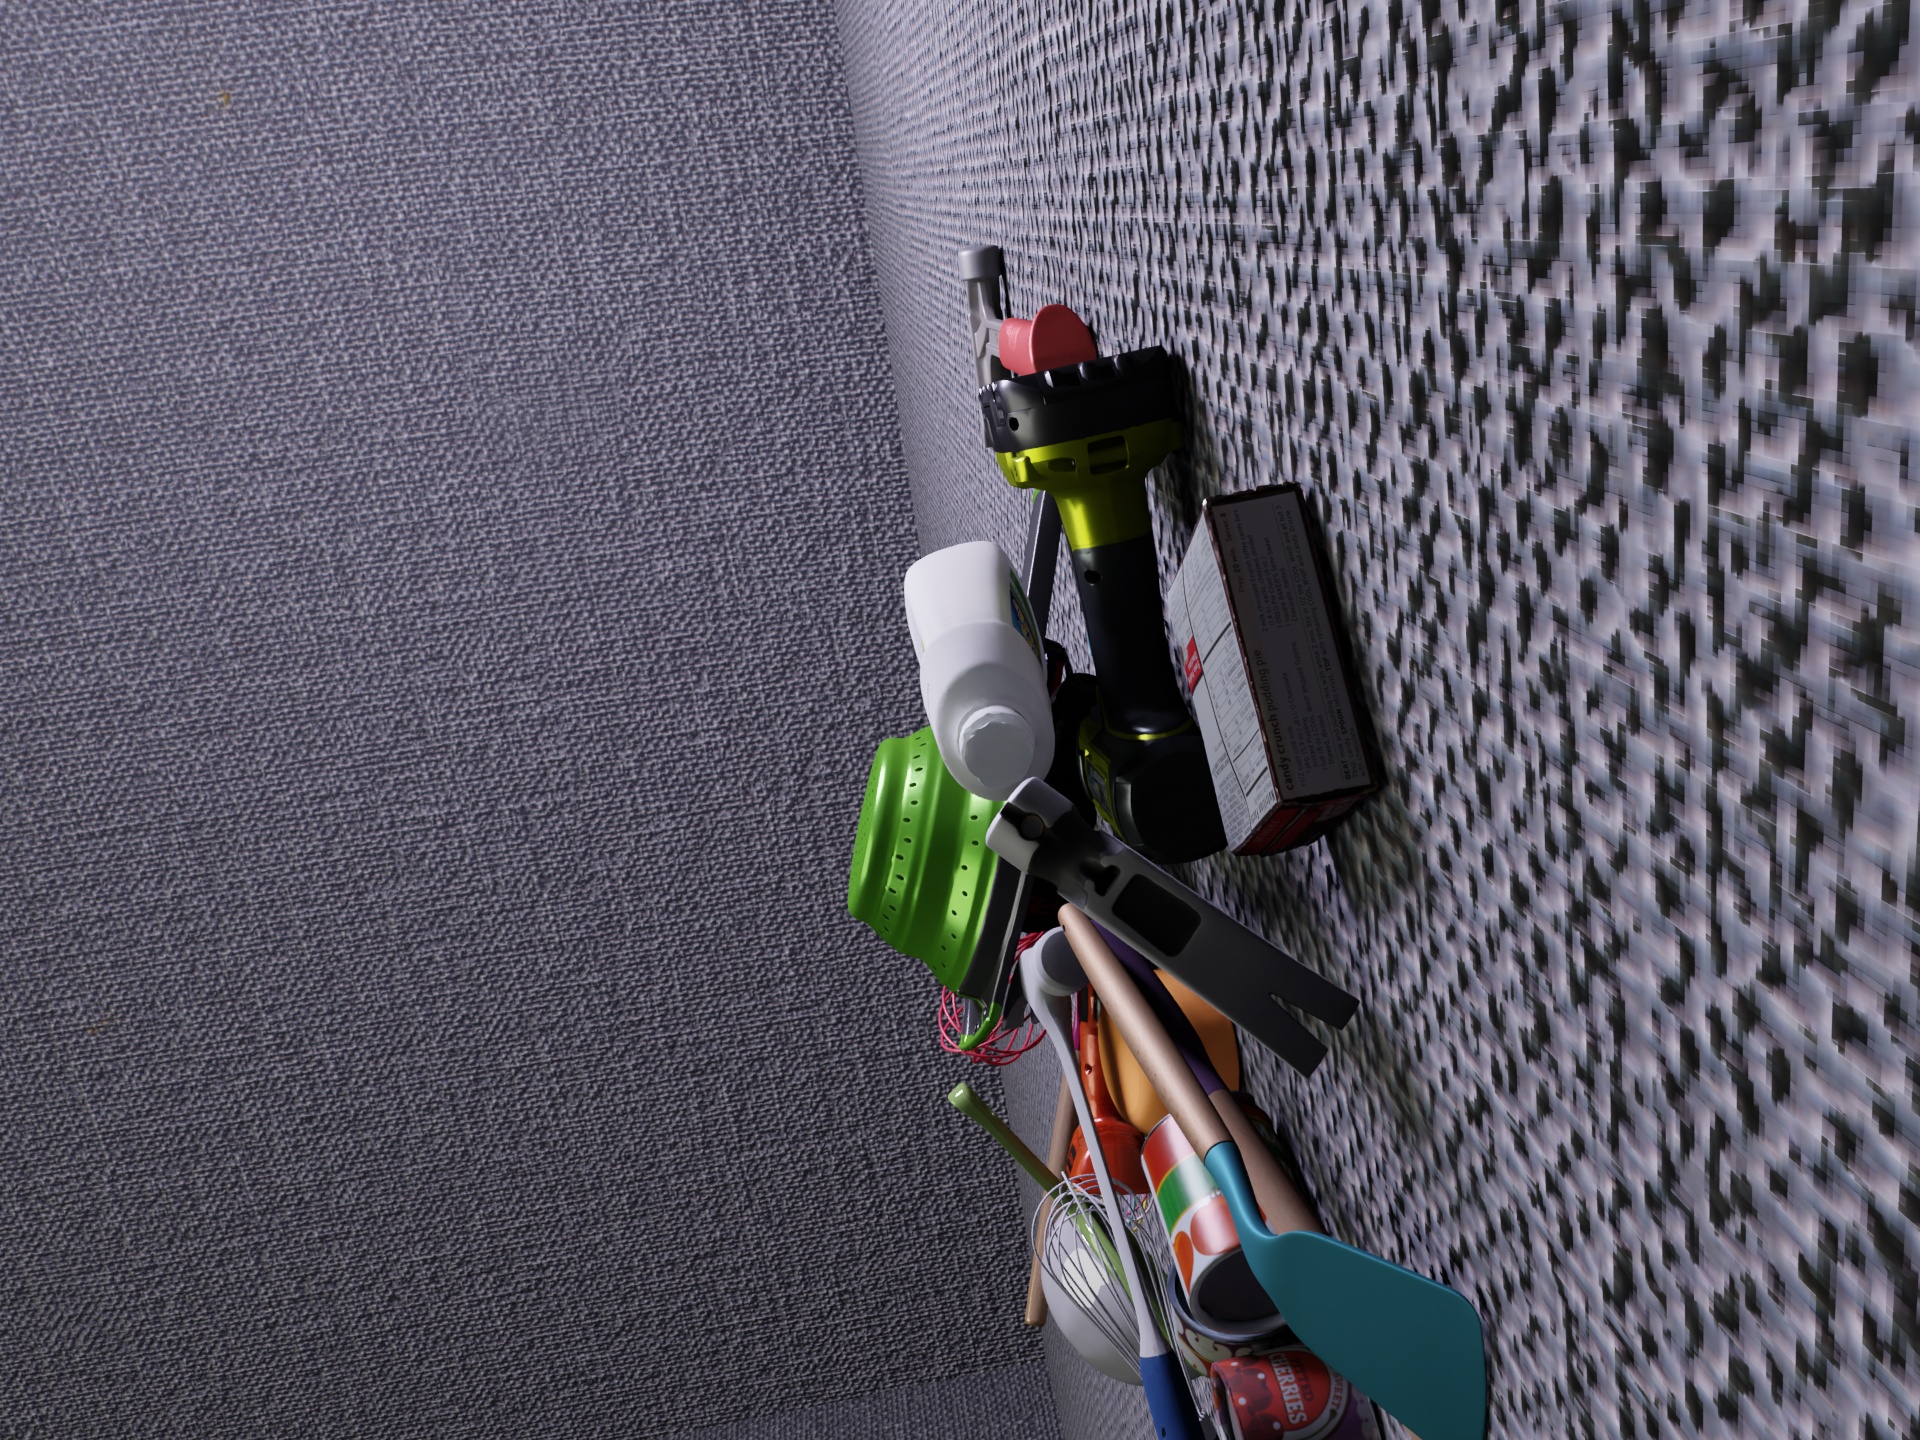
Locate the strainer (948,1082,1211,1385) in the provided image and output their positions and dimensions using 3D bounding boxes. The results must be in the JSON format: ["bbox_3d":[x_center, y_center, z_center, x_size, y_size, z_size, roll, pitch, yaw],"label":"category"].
[{"bbox_3d":[0.064,0.342,1.023,0.256,0.069,0.151,48,179,-10],"label":"strainer"}]

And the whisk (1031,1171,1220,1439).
[{"bbox_3d":[0.123,0.388,0.934,0.284,0.070,0.070,63,179,-8],"label":"whisk"}]

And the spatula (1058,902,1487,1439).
[{"bbox_3d":[0.106,0.159,0.649,0.318,0.044,0.082,-123,20,-60],"label":"spatula"}]

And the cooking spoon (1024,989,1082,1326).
[{"bbox_3d":[0.079,0.260,1.121,0.068,0.017,0.319,72,-152,-67],"label":"cooking spoon"}]

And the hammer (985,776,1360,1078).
[{"bbox_3d":[0.095,0.095,0.726,0.146,0.035,0.334,35,178,11],"label":"hammer"}]

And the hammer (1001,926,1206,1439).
[{"bbox_3d":[0.097,0.314,0.819,0.144,0.035,0.406,112,143,-70],"label":"hammer"}]

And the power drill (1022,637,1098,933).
[{"bbox_3d":[0.049,0.015,1.124,0.227,0.080,0.187,-107,27,-59],"label":"power drill"}]

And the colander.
[{"bbox_3d":[-0.002,-0.003,0.985,0.204,0.094,0.397,115,165,-68],"label":"colander"}]

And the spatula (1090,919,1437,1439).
[{"bbox_3d":[0.122,0.182,0.691,0.059,0.018,0.316,37,-169,-32],"label":"spatula"}]

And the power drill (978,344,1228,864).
[{"bbox_3d":[0.071,-0.057,0.760,0.171,0.080,0.223,-120,17,-79],"label":"power drill"}]

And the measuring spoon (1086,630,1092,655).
[{"bbox_3d":[0.086,-0.098,0.903,0.042,0.021,0.128,-113,23,-73],"label":"measuring spoon"}]

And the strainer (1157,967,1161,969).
[{"bbox_3d":[0.134,0.245,0.879,0.086,0.050,0.259,106,162,-44],"label":"strainer"}]

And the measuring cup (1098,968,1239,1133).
[{"bbox_3d":[0.116,0.211,0.827,0.095,0.052,0.174,104,157,-52],"label":"measuring cup"}]

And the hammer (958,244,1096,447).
[{"bbox_3d":[0.040,-0.236,1.041,0.359,0.036,0.149,-111,11,-73],"label":"hammer"}]

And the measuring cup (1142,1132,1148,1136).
[{"bbox_3d":[0.116,0.229,1.156,0.062,0.029,0.156,-131,30,-83],"label":"measuring cup"}]

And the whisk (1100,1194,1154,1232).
[{"bbox_3d":[0.117,0.276,1.229,0.051,0.047,0.245,172,92,-74],"label":"whisk"}]

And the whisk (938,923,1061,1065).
[{"bbox_3d":[0.051,0.163,1.126,0.296,0.073,0.073,-41,-55,-65],"label":"whisk"}]
